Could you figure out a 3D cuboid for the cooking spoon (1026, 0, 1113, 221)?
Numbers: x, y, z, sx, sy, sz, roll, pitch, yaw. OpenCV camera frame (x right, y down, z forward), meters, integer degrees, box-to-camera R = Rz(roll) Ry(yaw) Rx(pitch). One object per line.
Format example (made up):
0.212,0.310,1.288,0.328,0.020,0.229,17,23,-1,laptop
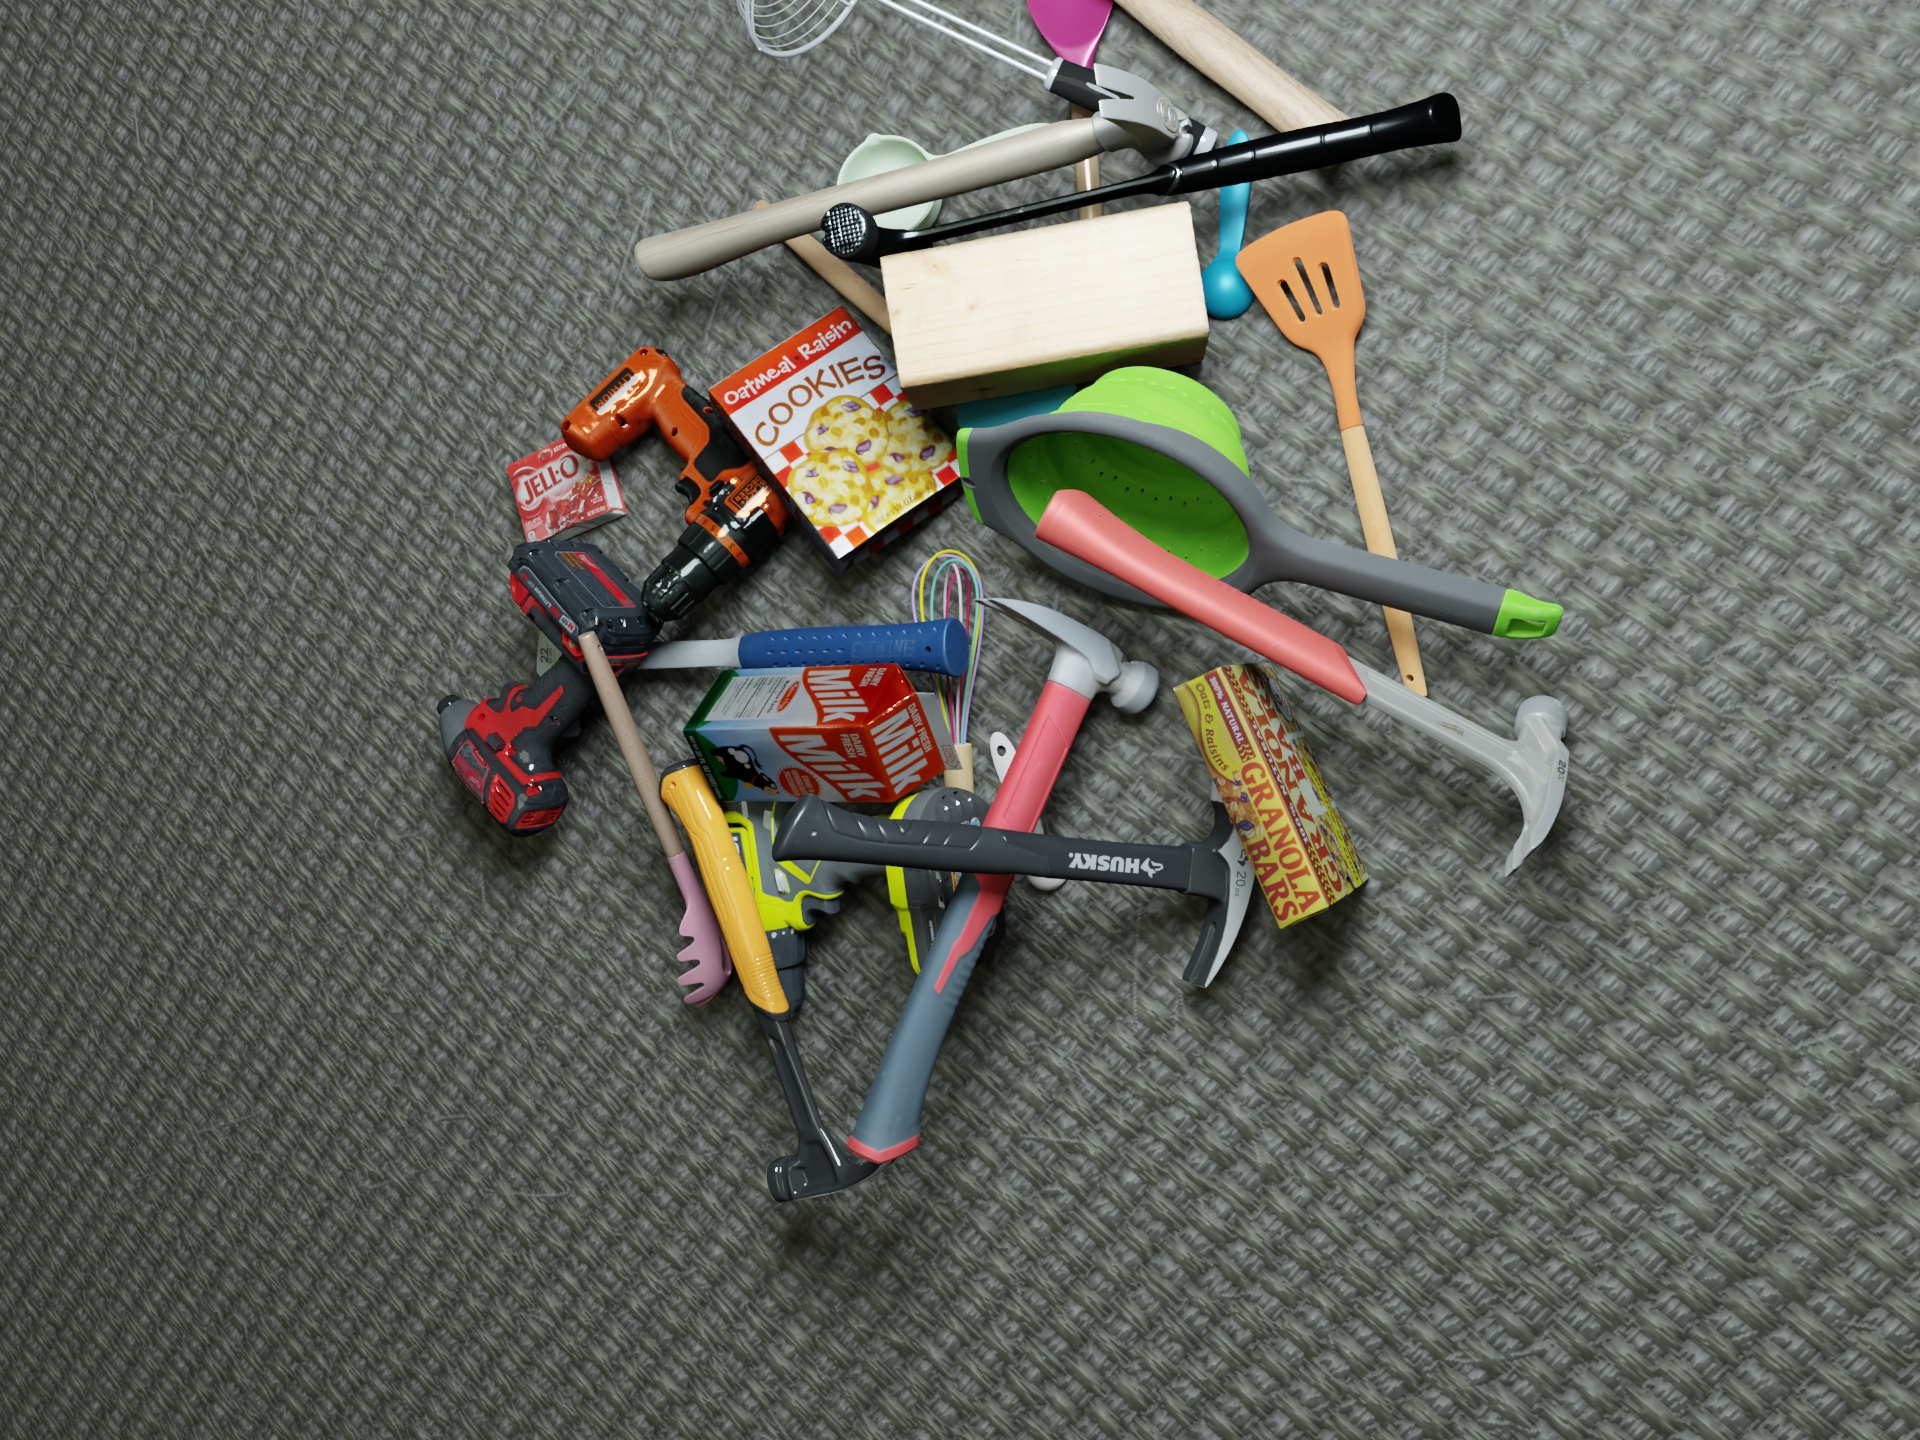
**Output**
0.088,-0.421,1.134,0.069,0.017,0.319,-5,90,15,cooking spoon

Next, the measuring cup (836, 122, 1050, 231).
-0.008,-0.402,1.173,0.167,0.038,0.083,-16,87,10,measuring cup

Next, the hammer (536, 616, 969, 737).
-0.176,-0.058,1.230,0.405,0.035,0.144,0,91,31,hammer

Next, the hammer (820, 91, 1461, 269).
0.120,-0.352,1.056,0.409,0.149,0.036,-7,94,17,hammer

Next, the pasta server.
-0.236,0.080,1.222,0.040,0.060,0.316,-13,110,14,pasta server

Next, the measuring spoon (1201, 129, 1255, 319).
0.184,-0.342,1.092,0.042,0.021,0.128,6,96,23,measuring spoon

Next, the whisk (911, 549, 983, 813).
0.000,-0.004,1.180,0.051,0.047,0.245,1,97,31,whisk

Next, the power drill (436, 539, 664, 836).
-0.340,-0.030,1.267,0.143,0.078,0.219,44,115,22,power drill

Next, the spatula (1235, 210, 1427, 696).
0.262,-0.170,1.056,0.081,0.041,0.322,-15,87,36,spatula

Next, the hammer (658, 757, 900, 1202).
-0.146,0.186,1.176,0.127,0.034,0.337,-25,83,38,hammer

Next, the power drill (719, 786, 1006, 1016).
-0.085,0.134,1.190,0.228,0.080,0.190,-3,98,34,power drill

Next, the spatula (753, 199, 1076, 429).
-0.049,-0.303,1.186,0.082,0.044,0.318,-45,72,-6,spatula

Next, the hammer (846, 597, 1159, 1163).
0.002,0.109,1.077,0.143,0.038,0.386,27,82,-22,hammer

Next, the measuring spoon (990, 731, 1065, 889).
0.045,0.067,1.172,0.034,0.018,0.124,-24,82,23,measuring spoon

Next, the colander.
0.197,-0.145,1.041,0.397,0.204,0.094,17,66,16,colander

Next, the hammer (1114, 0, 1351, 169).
0.139,-0.491,1.093,0.331,0.031,0.130,42,99,13,hammer

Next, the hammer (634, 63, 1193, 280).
-0.056,-0.365,1.095,0.411,0.146,0.038,-7,95,26,hammer

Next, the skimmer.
0.010,-0.475,1.124,0.363,0.090,0.127,25,97,-1,skimmer

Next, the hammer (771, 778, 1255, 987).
0.041,0.094,1.051,0.334,0.035,0.146,7,88,-18,hammer

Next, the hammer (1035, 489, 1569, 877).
0.207,-0.040,0.990,0.359,0.149,0.036,29,134,6,hammer
